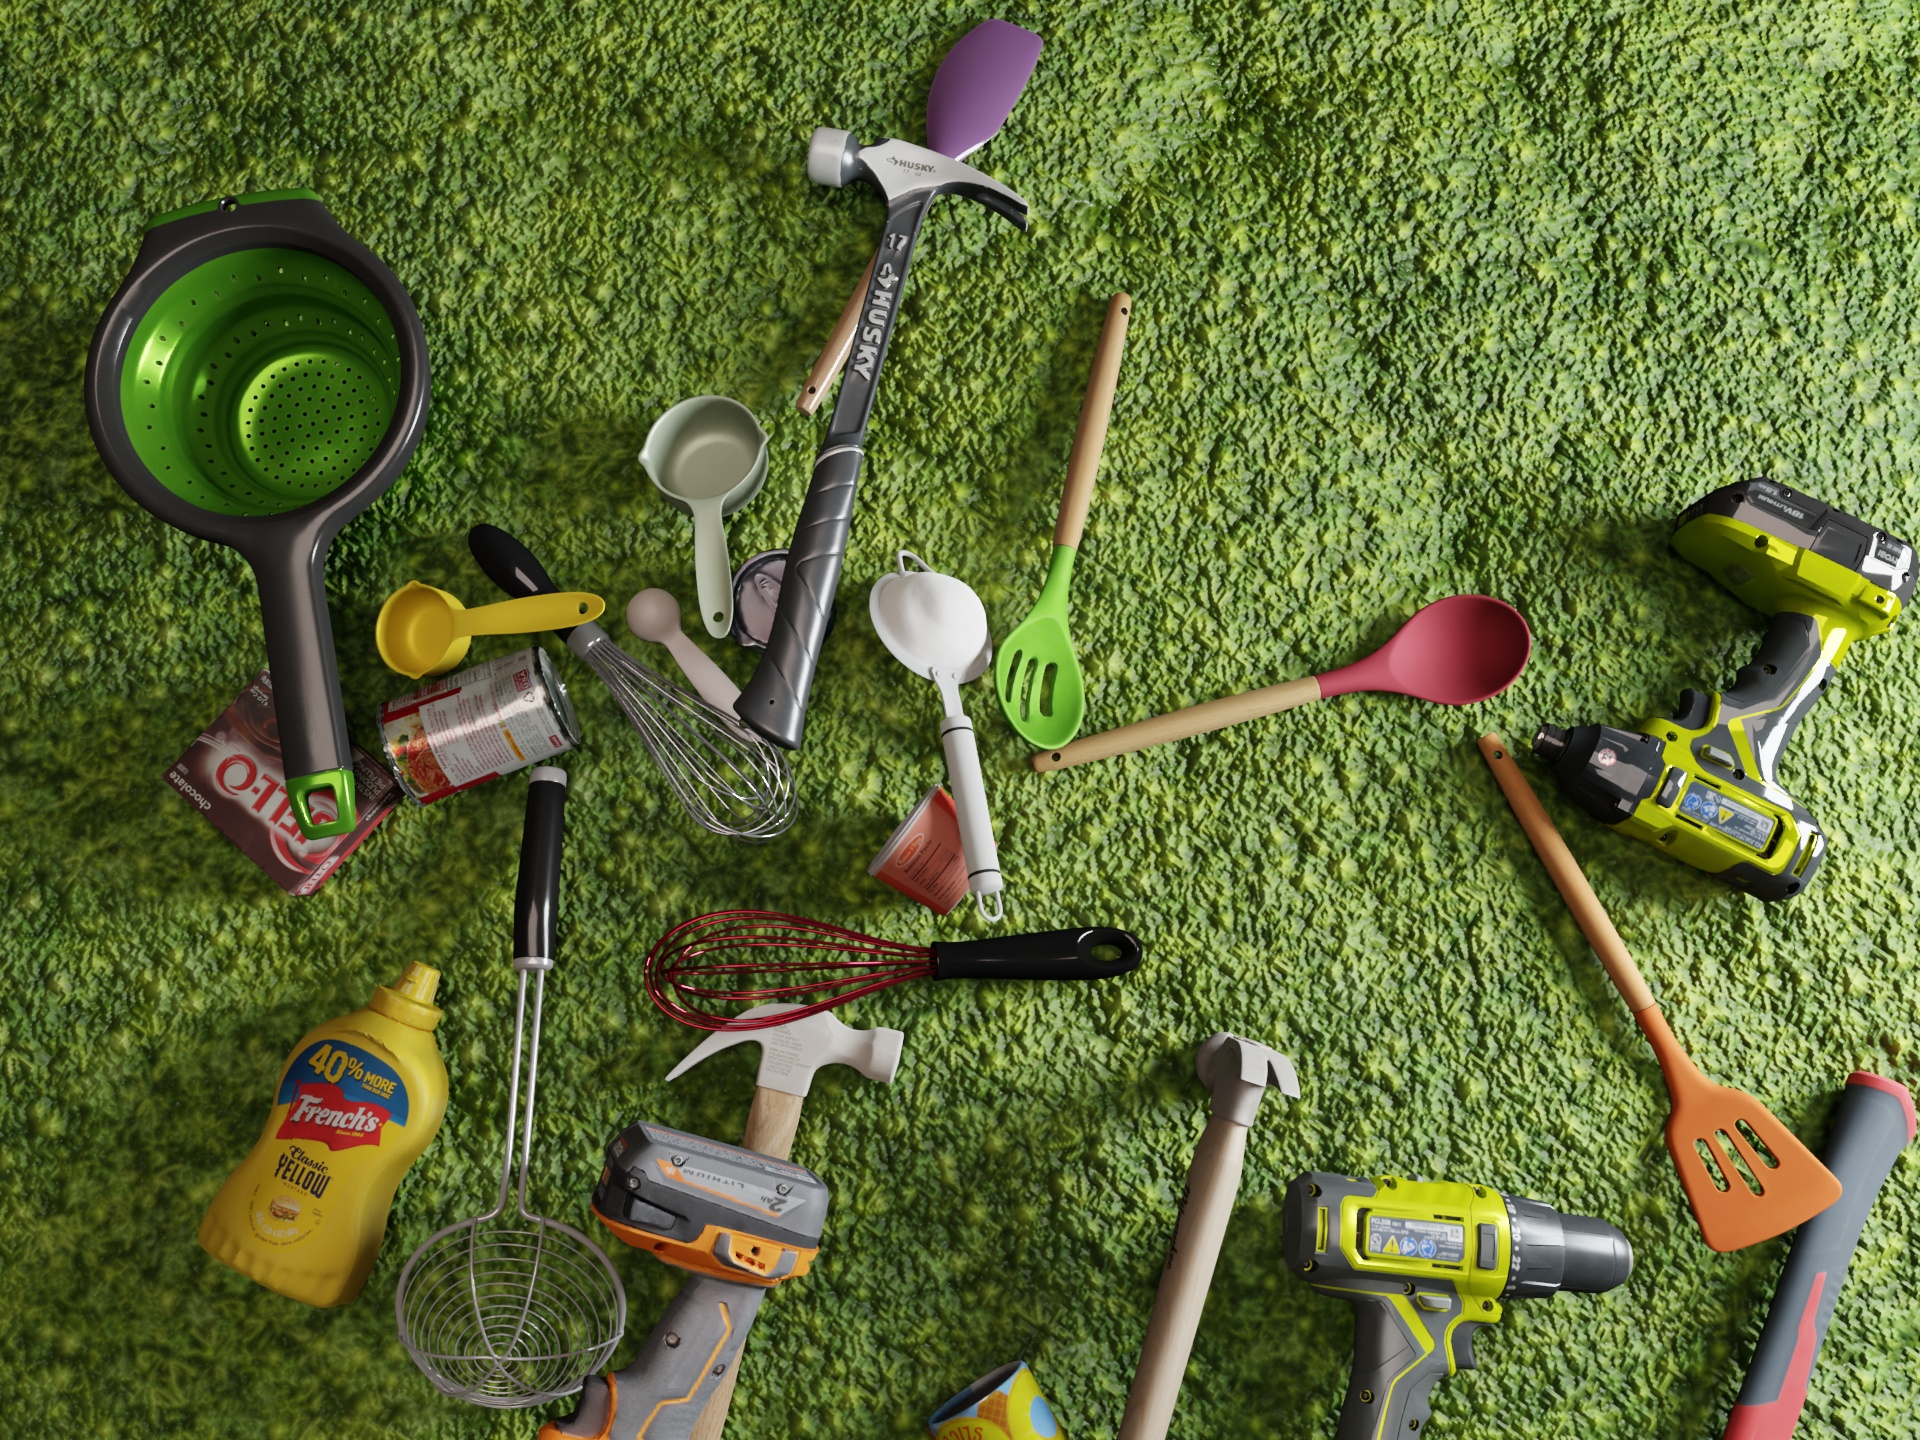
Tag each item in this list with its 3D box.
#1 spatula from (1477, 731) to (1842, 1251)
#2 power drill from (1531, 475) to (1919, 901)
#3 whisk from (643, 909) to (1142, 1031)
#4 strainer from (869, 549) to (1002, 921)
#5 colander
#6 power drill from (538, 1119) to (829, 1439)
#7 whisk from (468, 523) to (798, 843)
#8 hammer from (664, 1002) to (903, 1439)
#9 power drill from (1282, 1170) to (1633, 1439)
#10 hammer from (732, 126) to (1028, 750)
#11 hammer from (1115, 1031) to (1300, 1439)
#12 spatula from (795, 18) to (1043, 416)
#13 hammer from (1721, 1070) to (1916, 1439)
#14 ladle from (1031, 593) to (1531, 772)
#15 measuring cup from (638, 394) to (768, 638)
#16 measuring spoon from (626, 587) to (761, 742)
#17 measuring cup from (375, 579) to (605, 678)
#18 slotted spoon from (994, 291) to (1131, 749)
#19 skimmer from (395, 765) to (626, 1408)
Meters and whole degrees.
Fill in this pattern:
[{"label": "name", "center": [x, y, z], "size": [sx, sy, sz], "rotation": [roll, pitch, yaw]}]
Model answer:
[{"label": "spatula", "center": [0.396, 0.149, 0.946], "size": [0.081, 0.041, 0.323], "rotation": [-29, 78, 9]}, {"label": "power drill", "center": [0.463, -0.025, 0.965], "size": [0.171, 0.080, 0.223], "rotation": [27, 83, 5]}, {"label": "whisk", "center": [-0.035, 0.141, 0.929], "size": [0.295, 0.073, 0.073], "rotation": [-1, 78, -12]}, {"label": "strainer", "center": [-0.002, -0.003, 0.947], "size": [0.086, 0.050, 0.259], "rotation": [6, 61, -32]}, {"label": "colander", "center": [-0.404, -0.120, 0.979], "size": [0.204, 0.094, 0.397], "rotation": [-11, 82, -2]}, {"label": "power drill", "center": [-0.174, 0.337, 0.843], "size": [0.164, 0.084, 0.226], "rotation": [20, 81, -15]}, {"label": "whisk", "center": [-0.208, -0.027, 0.979], "size": [0.285, 0.070, 0.070], "rotation": [42, 82, 13]}, {"label": "hammer", "center": [-0.135, 0.327, 0.917], "size": [0.130, 0.031, 0.331], "rotation": [14, 79, 3]}, {"label": "power drill", "center": [0.274, 0.373, 0.885], "size": [0.190, 0.080, 0.229], "rotation": [6, 76, 0]}, {"label": "hammer", "center": [-0.066, -0.178, 0.988], "size": [0.149, 0.036, 0.409], "rotation": [12, 76, 3]}, {"label": "hammer", "center": [0.103, 0.374, 0.862], "size": [0.038, 0.146, 0.411], "rotation": [17, 84, 3]}, {"label": "spatula", "center": [-0.034, -0.338, 1.058], "size": [0.060, 0.018, 0.316], "rotation": [25, 79, 8]}, {"label": "hammer", "center": [0.442, 0.373, 0.890], "size": [0.143, 0.038, 0.386], "rotation": [28, 78, -10]}, {"label": "ladle", "center": [0.197, -0.013, 0.988], "size": [0.315, 0.031, 0.069], "rotation": [-15, 76, -1]}, {"label": "measuring cup", "center": [-0.153, -0.122, 0.994], "size": [0.083, 0.038, 0.168], "rotation": [-9, 70, 3]}, {"label": "measuring spoon", "center": [-0.165, -0.035, 0.997], "size": [0.034, 0.018, 0.124], "rotation": [-40, 82, -7]}, {"label": "measuring cup", "center": [-0.285, -0.060, 0.979], "size": [0.156, 0.029, 0.062], "rotation": [-6, 83, 14]}, {"label": "slotted spoon", "center": [0.073, -0.131, 1.010], "size": [0.070, 0.031, 0.314], "rotation": [21, 73, -30]}, {"label": "skimmer", "center": [-0.255, 0.211, 0.943], "size": [0.127, 0.090, 0.364], "rotation": [1, 68, -6]}]
